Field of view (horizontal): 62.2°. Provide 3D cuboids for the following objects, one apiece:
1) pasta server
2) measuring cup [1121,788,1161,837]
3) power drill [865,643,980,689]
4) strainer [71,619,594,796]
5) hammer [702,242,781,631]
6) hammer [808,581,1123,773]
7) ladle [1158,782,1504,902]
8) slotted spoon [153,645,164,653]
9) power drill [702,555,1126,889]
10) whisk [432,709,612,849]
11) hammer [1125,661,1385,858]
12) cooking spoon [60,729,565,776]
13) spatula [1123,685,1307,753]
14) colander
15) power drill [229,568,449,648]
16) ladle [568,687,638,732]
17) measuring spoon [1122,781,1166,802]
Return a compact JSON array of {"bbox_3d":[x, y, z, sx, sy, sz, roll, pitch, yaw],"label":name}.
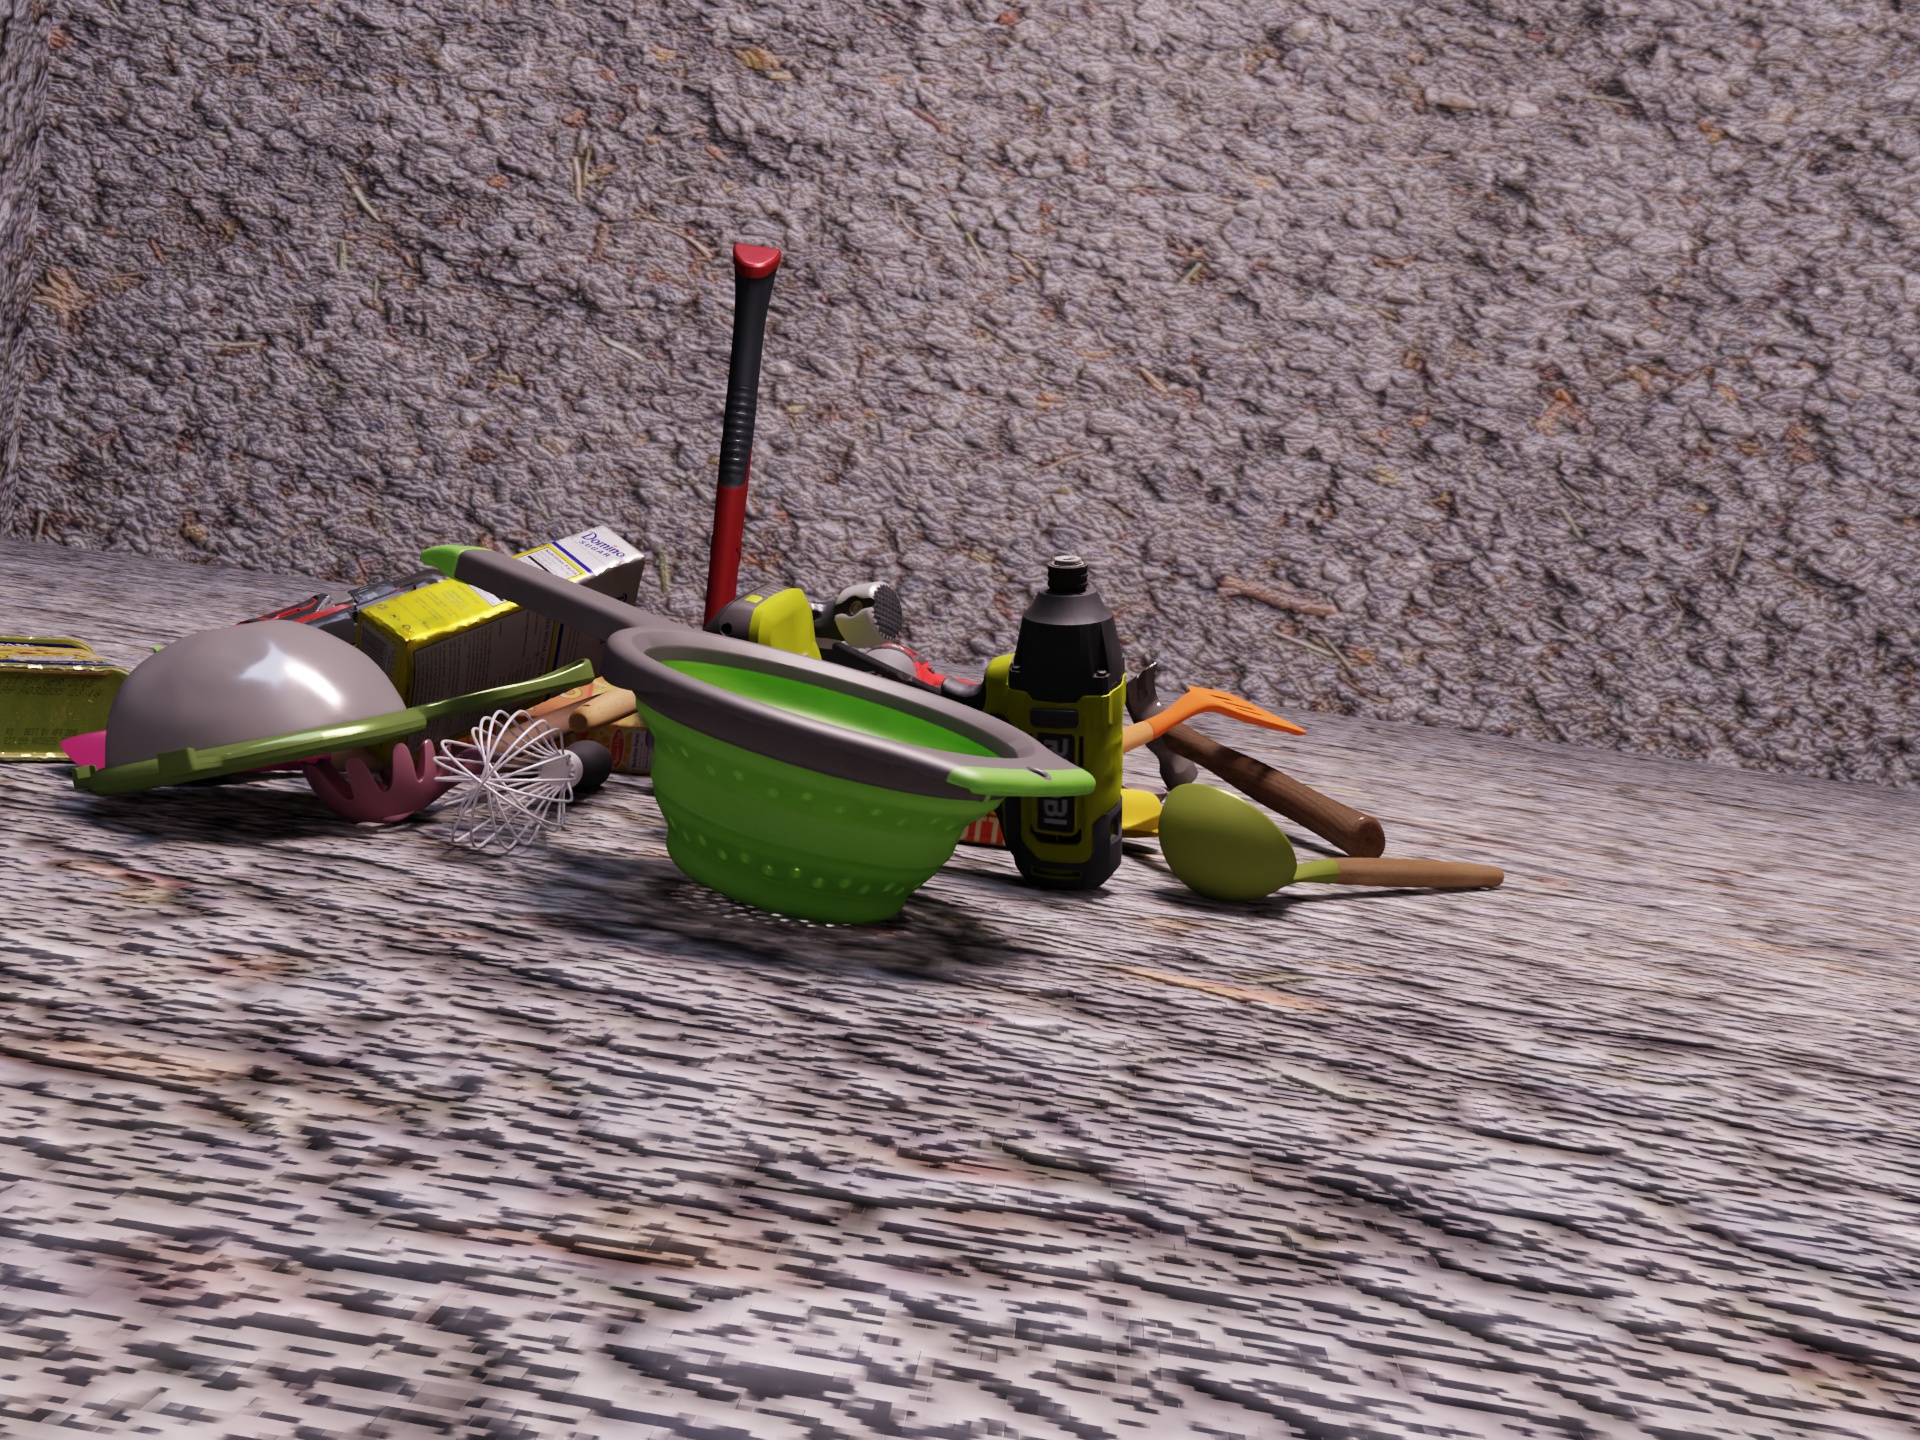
[{"bbox_3d":[-0.258,0.008,0.892,0.060,0.040,0.316,-10,9,13],"label":"pasta server"},{"bbox_3d":[0.117,0.050,0.967,0.062,0.029,0.156,5,-12,-19],"label":"measuring cup"},{"bbox_3d":[0.018,-0.011,1.313,0.219,0.078,0.143,16,5,3],"label":"power drill"},{"bbox_3d":[-0.301,-0.023,0.794,0.256,0.069,0.151,-17,8,-42],"label":"strainer"},{"bbox_3d":[-0.177,-0.171,1.240,0.038,0.386,0.143,7,5,-3],"label":"hammer"},{"bbox_3d":[-0.002,-0.003,1.082,0.149,0.036,0.408,-10,-20,31],"label":"hammer"},{"bbox_3d":[0.235,0.077,0.938,0.320,0.062,0.078,6,0,-42],"label":"ladle"},{"bbox_3d":[-0.447,-0.021,1.221,0.313,0.031,0.070,7,5,-24],"label":"slotted spoon"},{"bbox_3d":[-0.023,-0.006,0.849,0.223,0.171,0.080,4,18,17],"label":"power drill"},{"bbox_3d":[-0.221,0.029,0.851,0.070,0.070,0.284,7,0,-3],"label":"whisk"},{"bbox_3d":[0.214,0.037,1.211,0.031,0.130,0.331,-36,24,-9],"label":"hammer"},{"bbox_3d":[-0.340,0.023,0.914,0.318,0.017,0.069,2,19,-46],"label":"cooking spoon"},{"bbox_3d":[0.111,0.023,1.098,0.322,0.041,0.081,-20,35,-35],"label":"spatula"},{"bbox_3d":[-0.132,0.005,0.754,0.397,0.094,0.204,21,9,32],"label":"colander"},{"bbox_3d":[-0.391,-0.052,1.052,0.188,0.080,0.227,-26,20,-29],"label":"power drill"},{"bbox_3d":[-0.187,-0.019,0.957,0.069,0.031,0.315,-8,7,3],"label":"ladle"},{"bbox_3d":[0.129,0.066,1.168,0.034,0.018,0.124,10,12,11],"label":"measuring spoon"}]
